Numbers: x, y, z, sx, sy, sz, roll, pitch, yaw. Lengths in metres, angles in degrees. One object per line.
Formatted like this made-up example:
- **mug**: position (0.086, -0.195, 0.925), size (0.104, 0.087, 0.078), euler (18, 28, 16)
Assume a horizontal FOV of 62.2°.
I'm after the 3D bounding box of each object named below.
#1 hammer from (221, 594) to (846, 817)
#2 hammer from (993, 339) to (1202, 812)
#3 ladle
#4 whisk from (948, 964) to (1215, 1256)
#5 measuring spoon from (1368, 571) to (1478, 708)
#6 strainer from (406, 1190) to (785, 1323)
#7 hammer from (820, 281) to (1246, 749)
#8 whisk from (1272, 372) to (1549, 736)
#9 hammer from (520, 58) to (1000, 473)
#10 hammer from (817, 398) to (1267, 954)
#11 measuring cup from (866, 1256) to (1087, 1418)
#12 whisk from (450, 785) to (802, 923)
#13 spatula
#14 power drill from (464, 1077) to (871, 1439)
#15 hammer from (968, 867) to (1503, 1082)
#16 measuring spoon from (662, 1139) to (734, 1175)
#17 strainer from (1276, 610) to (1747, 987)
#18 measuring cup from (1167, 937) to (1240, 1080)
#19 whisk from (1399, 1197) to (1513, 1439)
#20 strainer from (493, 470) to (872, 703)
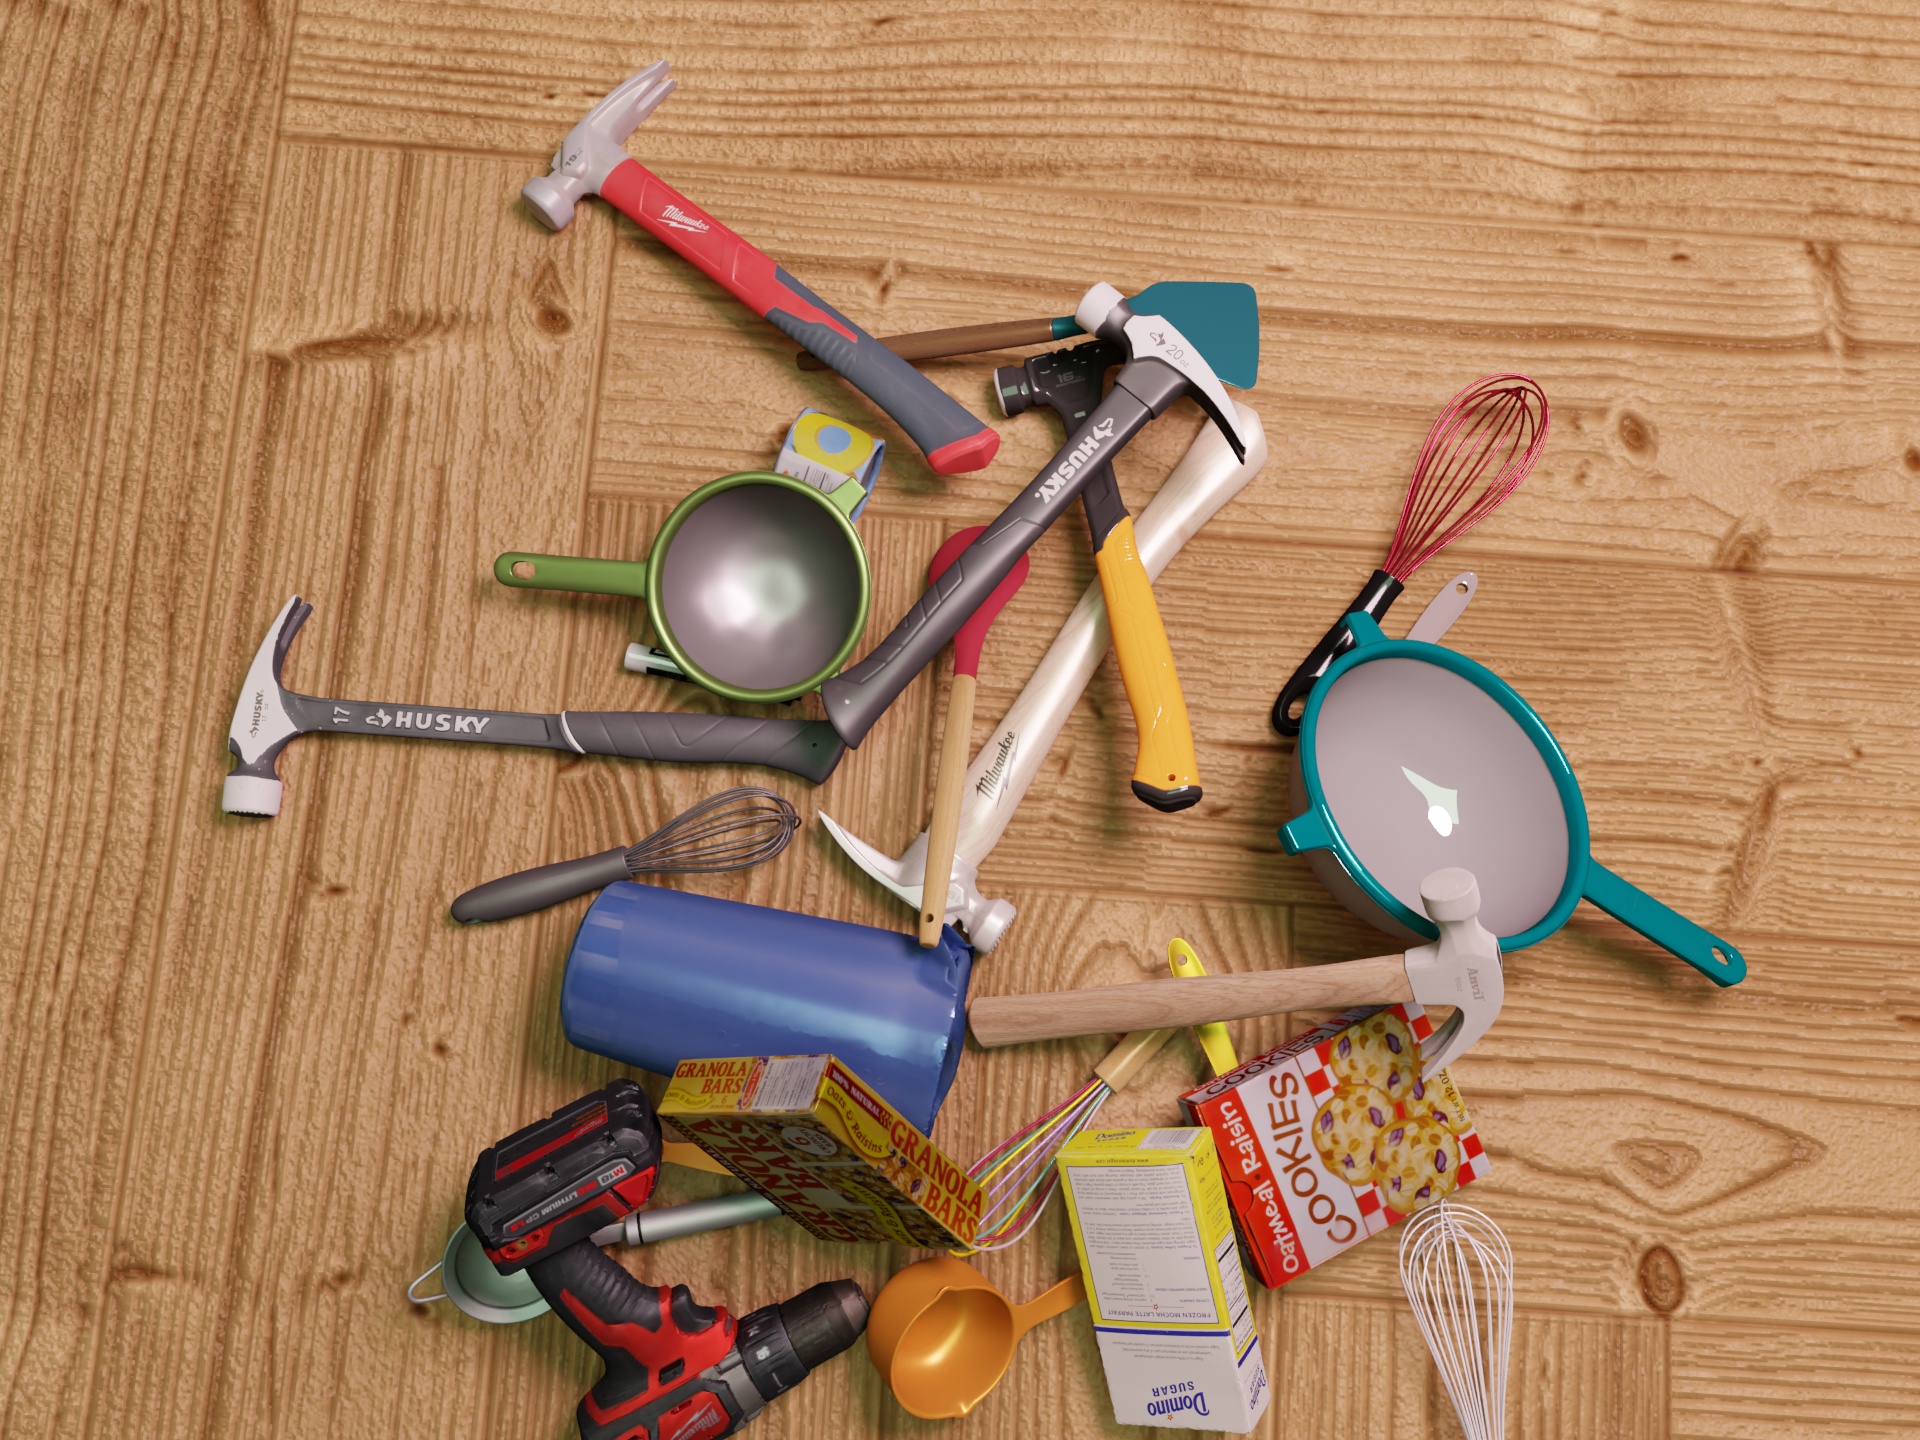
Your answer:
- **hammer**: position (-0.278, 0.002, 1.063), size (0.409, 0.036, 0.149), euler (3, 80, -1)
- **hammer**: position (0.113, -0.102, 1.042), size (0.127, 0.034, 0.337), euler (-13, 68, 6)
- **ladle**: position (-0.002, -0.003, 1.011), size (0.069, 0.031, 0.316), euler (0, 59, 12)
- **whisk**: position (0.079, 0.251, 1.026), size (0.245, 0.051, 0.047), euler (-44, 105, -11)
- **measuring spoon**: position (0.316, -0.055, 1.091), size (0.034, 0.018, 0.124), euler (38, 75, 13)
- **strainer**: position (-0.214, 0.324, 1.007), size (0.258, 0.050, 0.086), euler (-9, 107, -8)
- **hammer**: position (0.035, -0.113, 1.007), size (0.146, 0.035, 0.335), euler (42, 88, 13)
- **whisk**: position (0.302, -0.112, 1.079), size (0.073, 0.073, 0.296), euler (35, 89, 5)
- **hammer**: position (-0.118, -0.303, 1.088), size (0.386, 0.038, 0.143), euler (39, 81, 13)
- **hammer**: position (0.072, -0.052, 1.075), size (0.146, 0.038, 0.411), euler (33, 81, 6)
- **measuring cup**: position (0.021, 0.365, 0.999), size (0.173, 0.052, 0.095), euler (-18, 111, -27)
- **whisk**: position (-0.220, 0.093, 1.042), size (0.239, 0.055, 0.055), euler (-16, 81, 1)
- **spatula**: position (0.041, -0.256, 1.083), size (0.317, 0.044, 0.082), euler (-3, 70, 16)
- **power drill**: position (-0.174, 0.333, 0.961), size (0.188, 0.080, 0.226), euler (-27, 105, -8)
- **hammer**: position (0.160, 0.171, 0.970), size (0.331, 0.031, 0.130), euler (-11, 116, 25)
- **measuring spoon**: position (-0.152, 0.284, 1.031), size (0.117, 0.011, 0.021), euler (7, 80, -3)
- **strainer**: position (0.341, 0.092, 1.026), size (0.340, 0.095, 0.211), euler (31, 55, -8)
- **measuring cup**: position (0.163, 0.214, 1.027), size (0.062, 0.029, 0.156), euler (-20, 86, -15)
- **whisk**: position (0.324, 0.441, 0.986), size (0.070, 0.070, 0.285), euler (-9, 86, -2)
- **strainer**: position (-0.180, -0.093, 1.065), size (0.256, 0.069, 0.151), euler (5, 96, 8)
